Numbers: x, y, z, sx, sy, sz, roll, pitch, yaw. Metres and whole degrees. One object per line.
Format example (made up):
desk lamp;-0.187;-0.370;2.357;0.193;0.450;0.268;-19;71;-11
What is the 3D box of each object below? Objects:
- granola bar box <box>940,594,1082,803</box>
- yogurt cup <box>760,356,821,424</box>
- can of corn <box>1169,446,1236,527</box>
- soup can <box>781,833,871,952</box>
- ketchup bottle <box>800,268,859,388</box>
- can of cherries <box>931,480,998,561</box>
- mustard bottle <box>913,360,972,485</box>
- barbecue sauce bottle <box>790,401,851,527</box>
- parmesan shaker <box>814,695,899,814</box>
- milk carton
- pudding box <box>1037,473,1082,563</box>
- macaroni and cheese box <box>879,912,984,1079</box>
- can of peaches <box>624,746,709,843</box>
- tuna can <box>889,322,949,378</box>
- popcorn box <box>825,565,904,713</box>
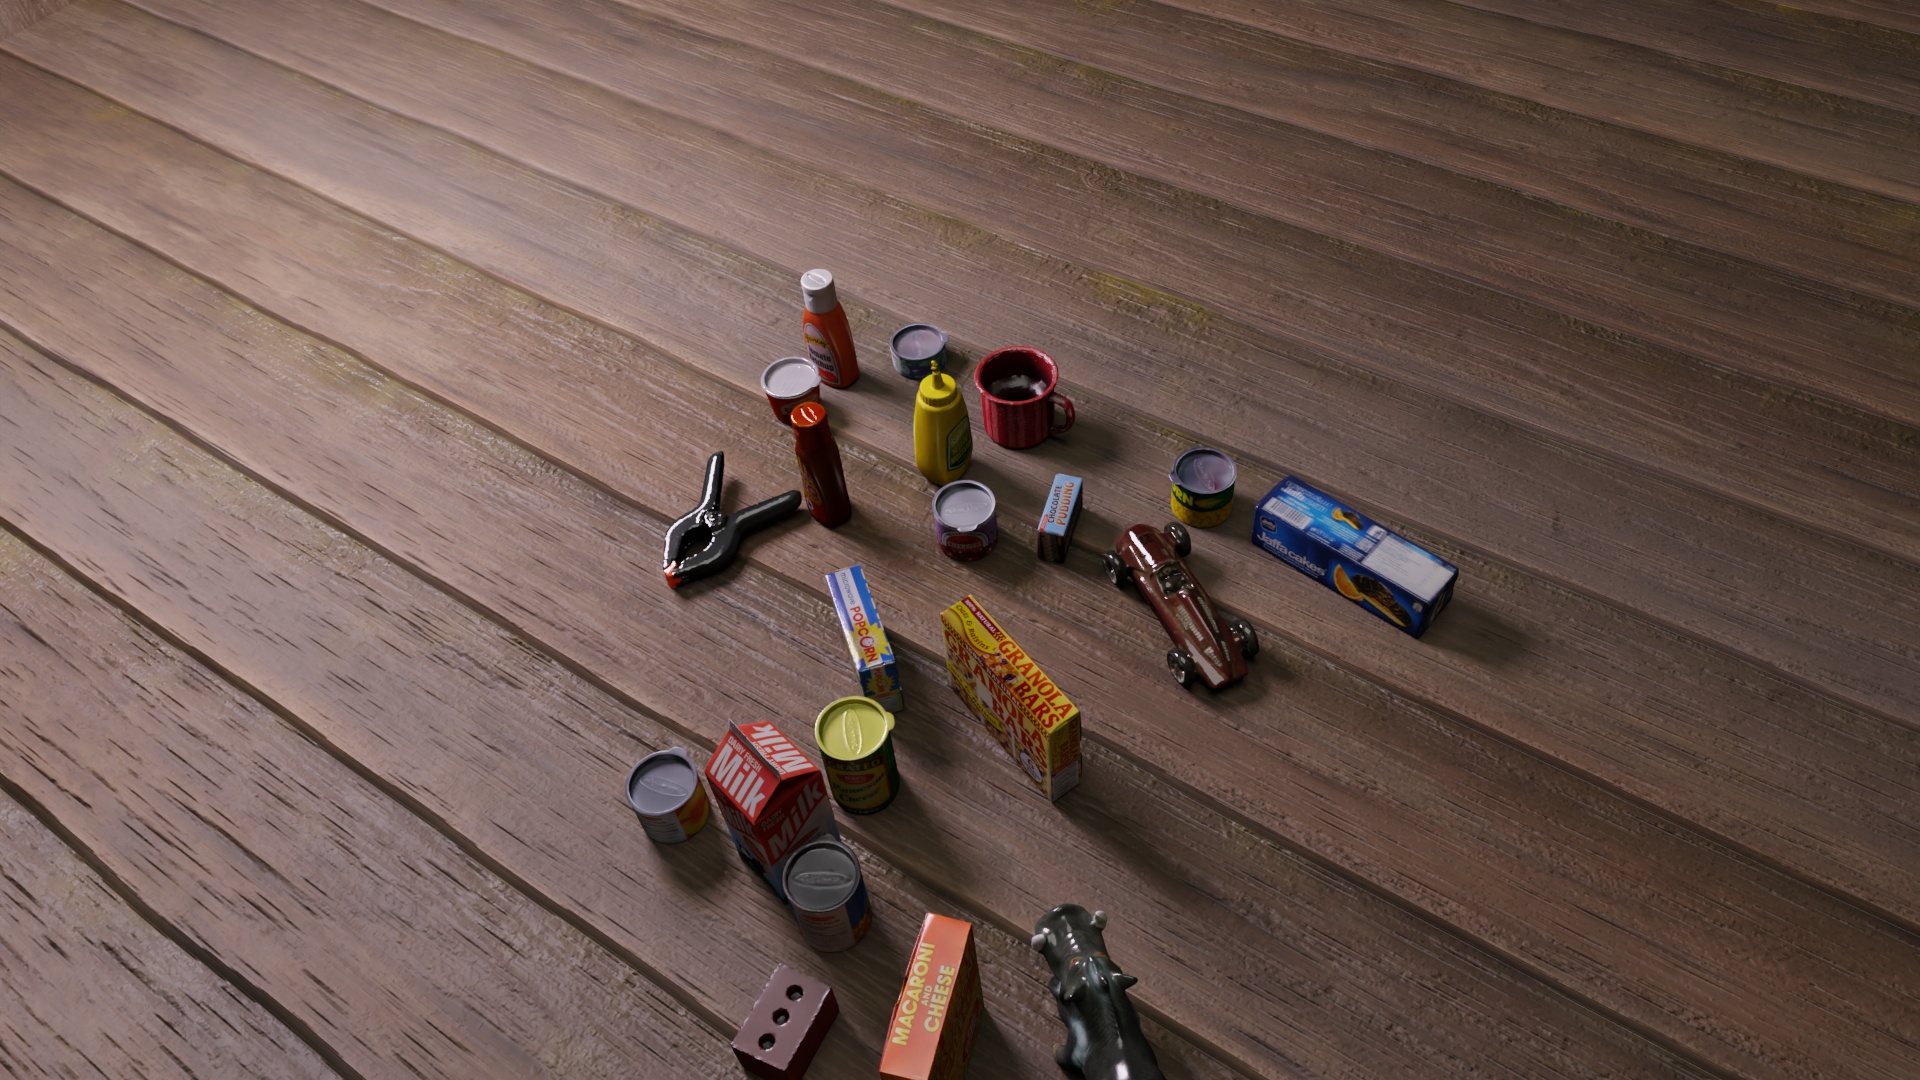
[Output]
granola bar box;0.047;0.145;1.279;0.039;0.123;0.166;-31;54;-19
yogurt cup;-0.193;-0.172;1.610;0.072;0.053;0.073;-2;50;3
can of corn;0.254;-0.055;1.470;0.071;0.058;0.071;-2;50;3
soup can;-0.112;0.302;1.188;0.071;0.083;0.072;-3;50;3
ketchup bottle;-0.155;-0.246;1.608;0.065;0.148;0.044;31;60;27
can of cherries;0.005;-0.018;1.462;0.071;0.058;0.072;-2;50;3
mustard bottle;-0.021;-0.130;1.491;0.049;0.159;0.065;25;57;24
barbecue sauce bottle;-0.150;-0.083;1.471;0.044;0.147;0.065;-28;53;-17
parmesan shaker;-0.089;0.197;1.262;0.071;0.102;0.072;-3;50;3
milk carton;-0.160;0.224;1.188;0.074;0.189;0.072;-37;57;-23
pudding box;0.105;-0.024;1.463;0.030;0.049;0.084;11;52;14
macaroni and cheese box;-0.020;0.379;1.063;0.040;0.165;0.124;9;52;13
can of peaches;-0.267;0.234;1.275;0.071;0.057;0.071;-2;50;3
tuna can;-0.047;-0.227;1.657;0.071;0.032;0.071;-2;50;3
popcorn box;-0.093;0.098;1.356;0.038;0.084;0.127;-16;51;-8
